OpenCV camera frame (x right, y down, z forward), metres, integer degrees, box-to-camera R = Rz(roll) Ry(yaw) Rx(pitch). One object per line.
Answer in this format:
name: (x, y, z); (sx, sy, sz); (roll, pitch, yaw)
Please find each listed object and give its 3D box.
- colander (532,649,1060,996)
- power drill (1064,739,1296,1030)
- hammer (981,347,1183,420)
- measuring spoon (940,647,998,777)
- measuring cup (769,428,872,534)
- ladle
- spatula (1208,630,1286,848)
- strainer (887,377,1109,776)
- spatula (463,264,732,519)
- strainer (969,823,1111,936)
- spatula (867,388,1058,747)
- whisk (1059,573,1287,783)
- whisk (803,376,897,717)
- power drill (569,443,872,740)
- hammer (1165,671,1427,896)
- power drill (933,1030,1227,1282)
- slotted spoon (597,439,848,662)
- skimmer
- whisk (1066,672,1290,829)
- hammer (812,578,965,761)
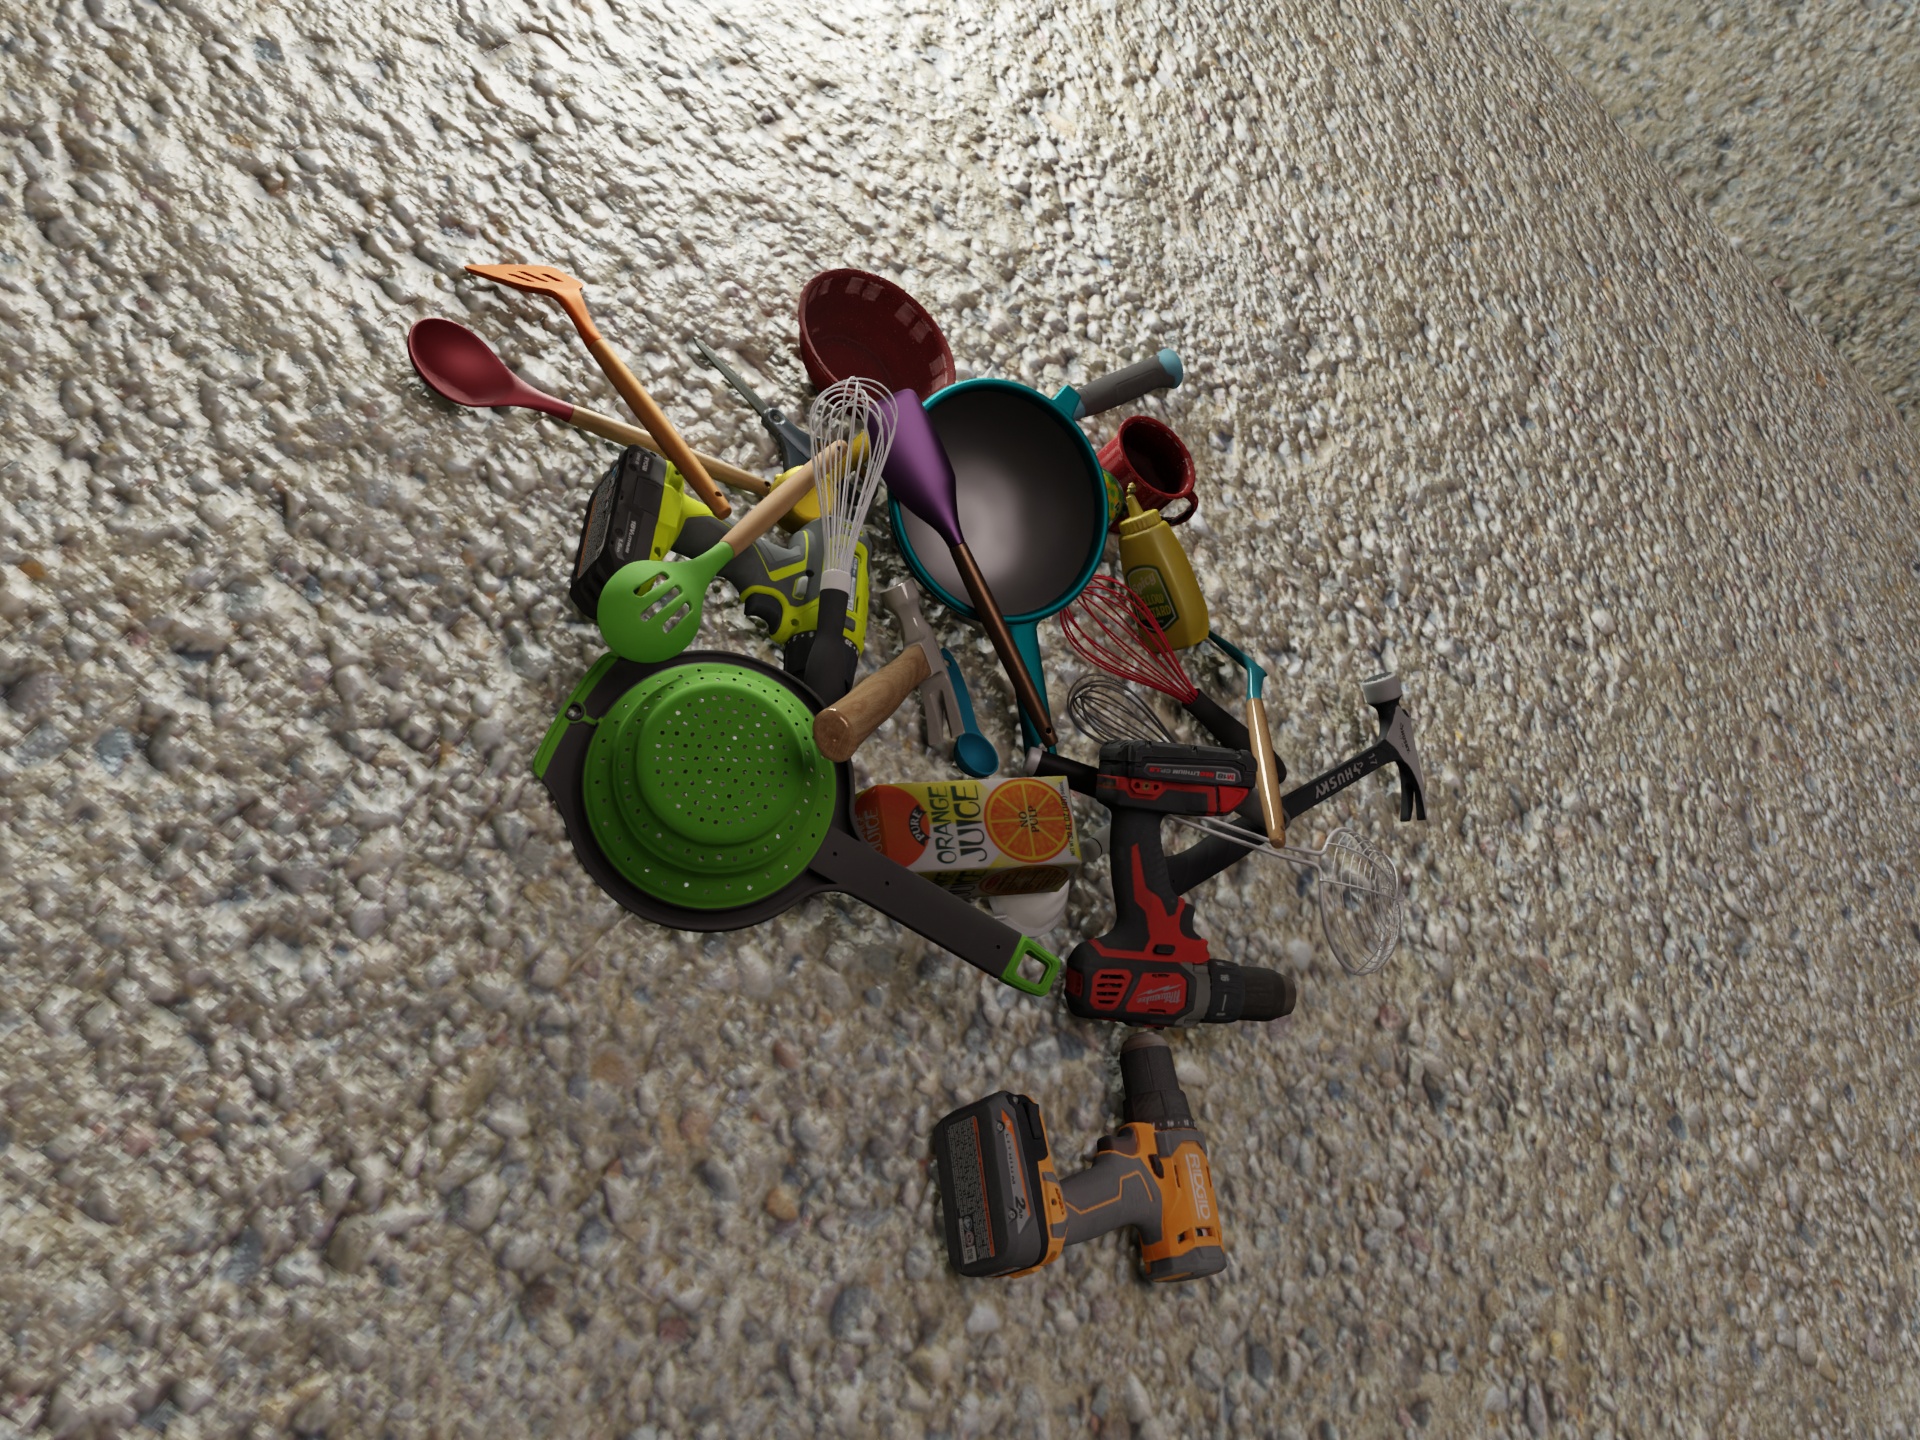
colander: (-0.097, 0.078, 1.090); (0.397, 0.094, 0.204); (30, 70, -5)
power drill: (0.184, 0.134, 1.267); (0.188, 0.080, 0.227); (6, 88, -12)
hammer: (0.123, -0.316, 1.586); (0.331, 0.033, 0.128); (-31, 86, -43)
measuring spoon: (-0.002, -0.004, 1.330); (0.042, 0.021, 0.129); (10, 50, -39)
measuring cup: (-0.096, -0.215, 1.330); (0.062, 0.029, 0.156); (49, 67, -11)
ladle: (-0.282, -0.233, 1.250); (0.315, 0.031, 0.069); (19, 58, -29)
spatula: (0.258, 0.009, 1.418); (0.082, 0.044, 0.318); (39, 30, -24)
strainer: (0.027, -0.118, 1.376); (0.211, 0.095, 0.340); (-10, 91, -27)
spatula: (-0.266, -0.261, 1.211); (0.081, 0.041, 0.323); (-16, 60, -45)
strainer: (0.104, 0.109, 1.322); (0.258, 0.050, 0.087); (-25, 96, -45)
spatula: (0.006, -0.119, 1.302); (0.060, 0.018, 0.316); (-29, 98, -15)
whisk: (0.199, -0.032, 1.462); (0.295, 0.073, 0.073); (39, 48, -20)
whisk: (-0.091, -0.134, 1.210); (0.070, 0.070, 0.285); (14, 71, -29)
power drill: (-0.174, -0.097, 1.217); (0.228, 0.080, 0.191); (22, 54, -28)
hammer: (0.304, 0.085, 1.470); (0.409, 0.036, 0.149); (-24, 97, -38)
power drill: (0.093, 0.317, 1.167); (0.226, 0.084, 0.185); (12, 58, -35)
slotted spoon: (-0.162, -0.140, 1.180); (0.070, 0.031, 0.314); (51, 42, -12)
skimmer: (0.217, 0.109, 1.355); (0.363, 0.090, 0.127); (20, 57, -4)
whisk: (0.192, 0.032, 1.372); (0.238, 0.055, 0.055); (31, 50, -17)
hammer: (-0.053, -0.021, 1.173); (0.331, 0.031, 0.130); (-52, 120, -74)
